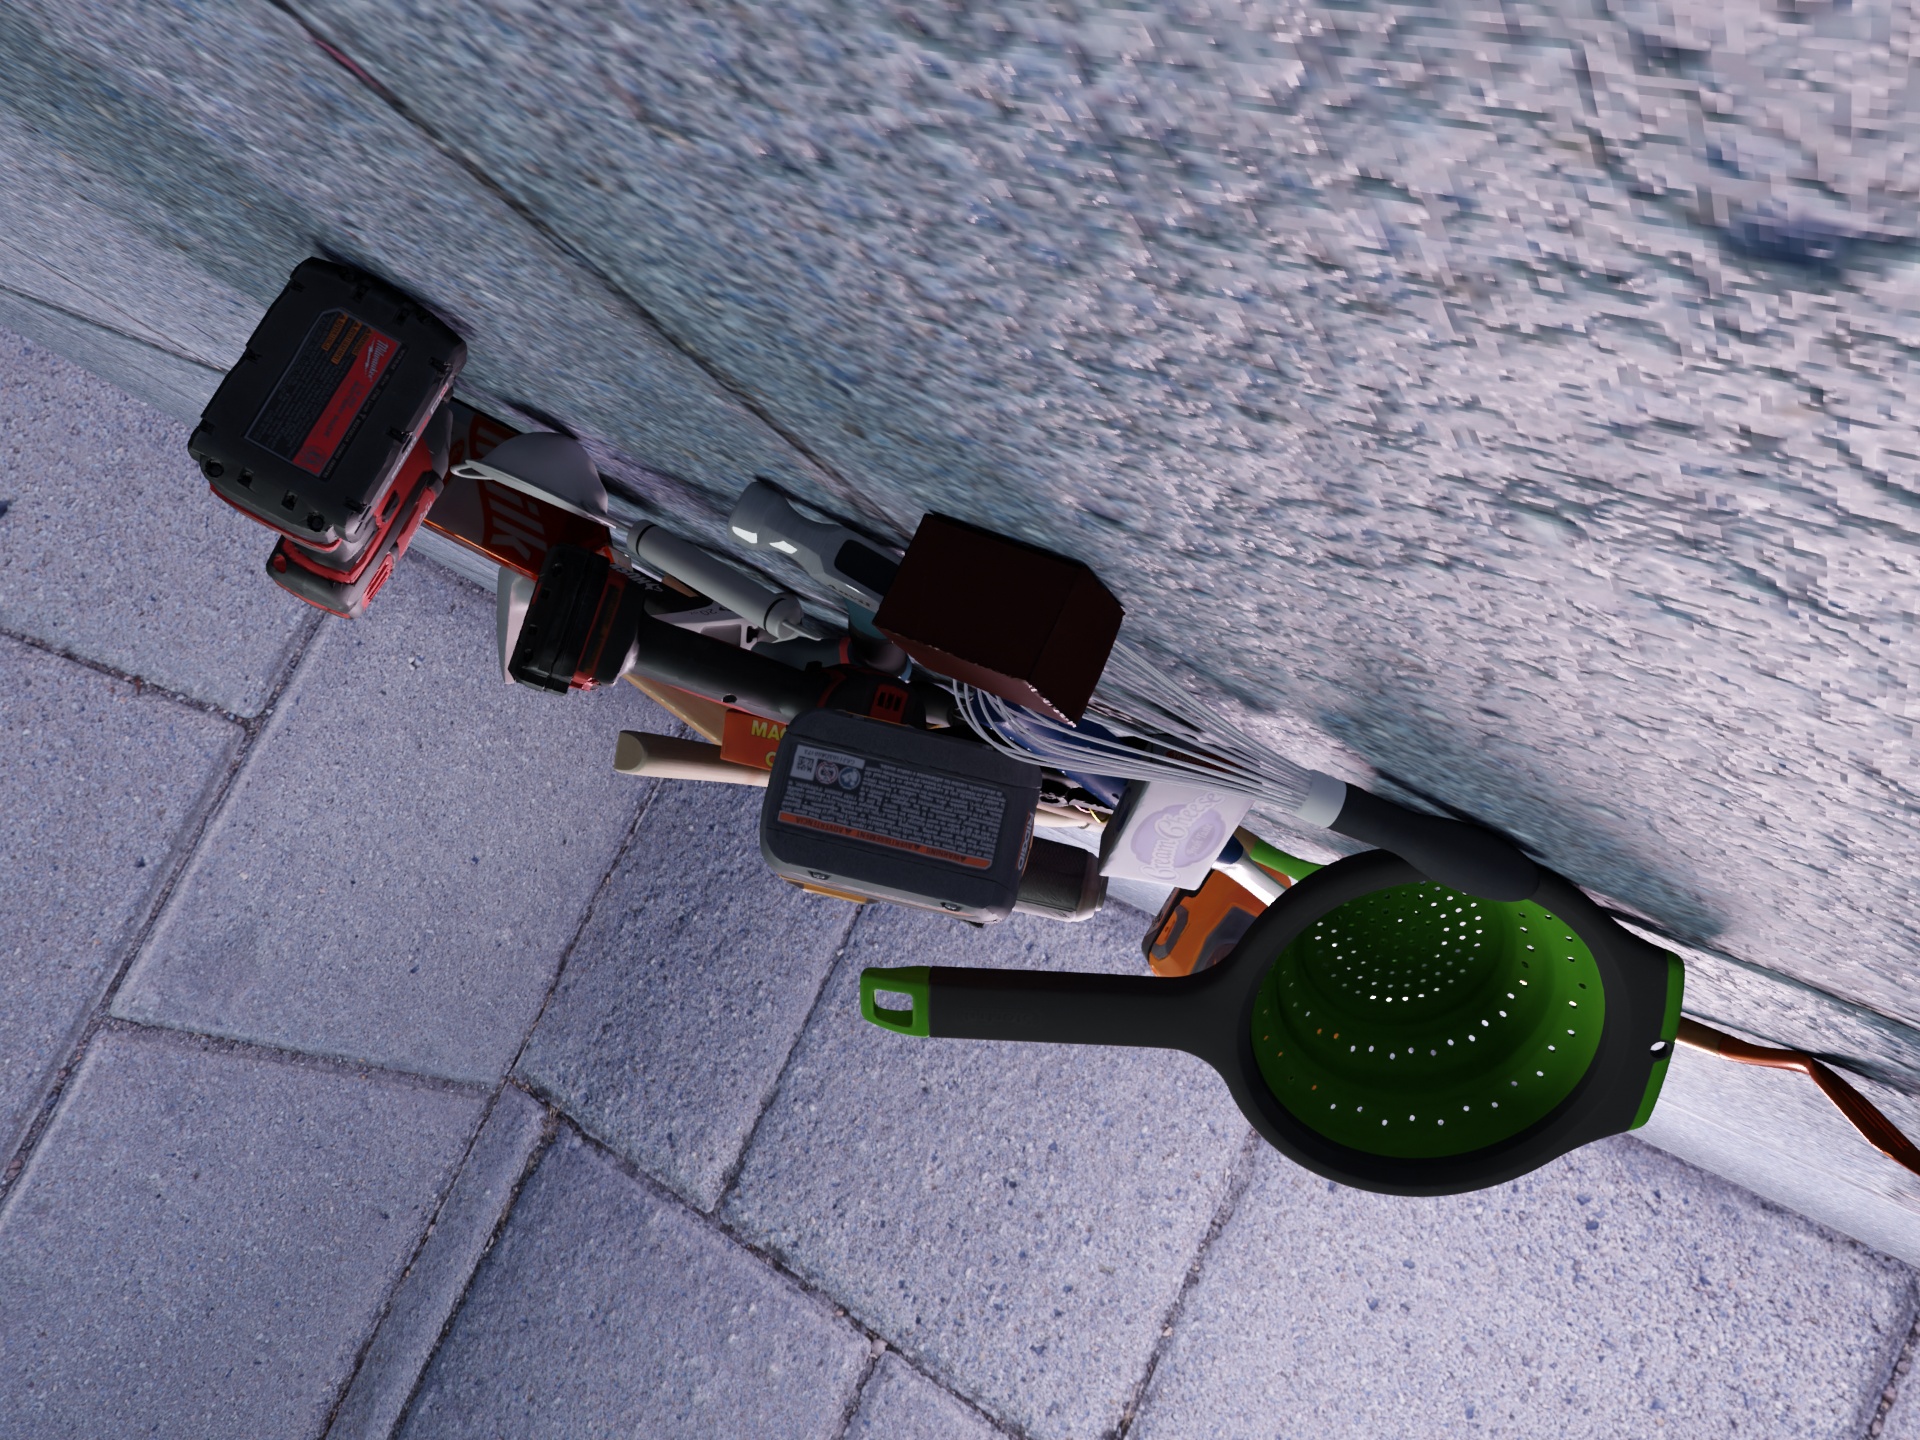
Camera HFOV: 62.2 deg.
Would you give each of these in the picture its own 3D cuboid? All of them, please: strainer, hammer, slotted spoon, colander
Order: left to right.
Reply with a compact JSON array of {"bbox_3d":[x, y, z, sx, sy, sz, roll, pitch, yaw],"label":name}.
[{"bbox_3d":[-0.267,-0.112,1.106,0.146,0.035,0.335,-15,-147,-41],"label":"hammer"},{"bbox_3d":[-0.171,-0.101,0.839,0.259,0.050,0.086,30,-178,24],"label":"strainer"},{"bbox_3d":[-0.215,-0.056,1.201,0.386,0.143,0.038,17,-162,33],"label":"hammer"},{"bbox_3d":[-0.049,-0.055,0.881,0.128,0.033,0.331,27,175,1],"label":"hammer"},{"bbox_3d":[-0.061,0.050,1.237,0.410,0.038,0.146,9,-179,-15],"label":"hammer"},{"bbox_3d":[0.171,0.070,1.043,0.314,0.031,0.070,28,142,20],"label":"slotted spoon"},{"bbox_3d":[0.145,0.080,0.872,0.144,0.035,0.405,-17,142,38],"label":"hammer"},{"bbox_3d":[0.150,0.131,0.818,0.397,0.204,0.095,2,-154,4],"label":"colander"}]

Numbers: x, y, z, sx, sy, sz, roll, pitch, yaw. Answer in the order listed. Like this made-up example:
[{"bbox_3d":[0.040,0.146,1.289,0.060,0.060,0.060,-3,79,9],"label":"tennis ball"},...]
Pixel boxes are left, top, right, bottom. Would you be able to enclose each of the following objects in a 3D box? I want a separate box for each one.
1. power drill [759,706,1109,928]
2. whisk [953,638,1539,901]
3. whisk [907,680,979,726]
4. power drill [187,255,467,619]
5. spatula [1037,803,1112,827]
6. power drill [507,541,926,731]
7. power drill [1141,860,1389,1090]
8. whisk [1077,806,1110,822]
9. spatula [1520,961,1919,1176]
[{"bbox_3d":[-0.008,0.061,0.796,0.185,0.084,0.226,13,170,0],"label":"power drill"},{"bbox_3d":[0.127,0.022,0.694,0.284,0.070,0.070,22,175,-7],"label":"whisk"},{"bbox_3d":[-0.003,-0.002,1.087,0.055,0.055,0.239,28,178,-21],"label":"whisk"},{"bbox_3d":[-0.298,-0.135,0.790,0.078,0.143,0.219,29,167,-10],"label":"power drill"},{"bbox_3d":[0.061,0.054,1.087,0.315,0.018,0.060,16,175,-23],"label":"spatula"},{"bbox_3d":[-0.142,-0.028,0.931,0.226,0.080,0.188,19,179,-17],"label":"power drill"},{"bbox_3d":[0.225,0.163,1.137,0.084,0.164,0.227,28,-174,-19],"label":"power drill"},{"bbox_3d":[0.057,0.009,0.945,0.051,0.047,0.244,24,171,30],"label":"whisk"},{"bbox_3d":[0.436,0.197,0.956,0.081,0.041,0.323,28,175,-27],"label":"spatula"}]
